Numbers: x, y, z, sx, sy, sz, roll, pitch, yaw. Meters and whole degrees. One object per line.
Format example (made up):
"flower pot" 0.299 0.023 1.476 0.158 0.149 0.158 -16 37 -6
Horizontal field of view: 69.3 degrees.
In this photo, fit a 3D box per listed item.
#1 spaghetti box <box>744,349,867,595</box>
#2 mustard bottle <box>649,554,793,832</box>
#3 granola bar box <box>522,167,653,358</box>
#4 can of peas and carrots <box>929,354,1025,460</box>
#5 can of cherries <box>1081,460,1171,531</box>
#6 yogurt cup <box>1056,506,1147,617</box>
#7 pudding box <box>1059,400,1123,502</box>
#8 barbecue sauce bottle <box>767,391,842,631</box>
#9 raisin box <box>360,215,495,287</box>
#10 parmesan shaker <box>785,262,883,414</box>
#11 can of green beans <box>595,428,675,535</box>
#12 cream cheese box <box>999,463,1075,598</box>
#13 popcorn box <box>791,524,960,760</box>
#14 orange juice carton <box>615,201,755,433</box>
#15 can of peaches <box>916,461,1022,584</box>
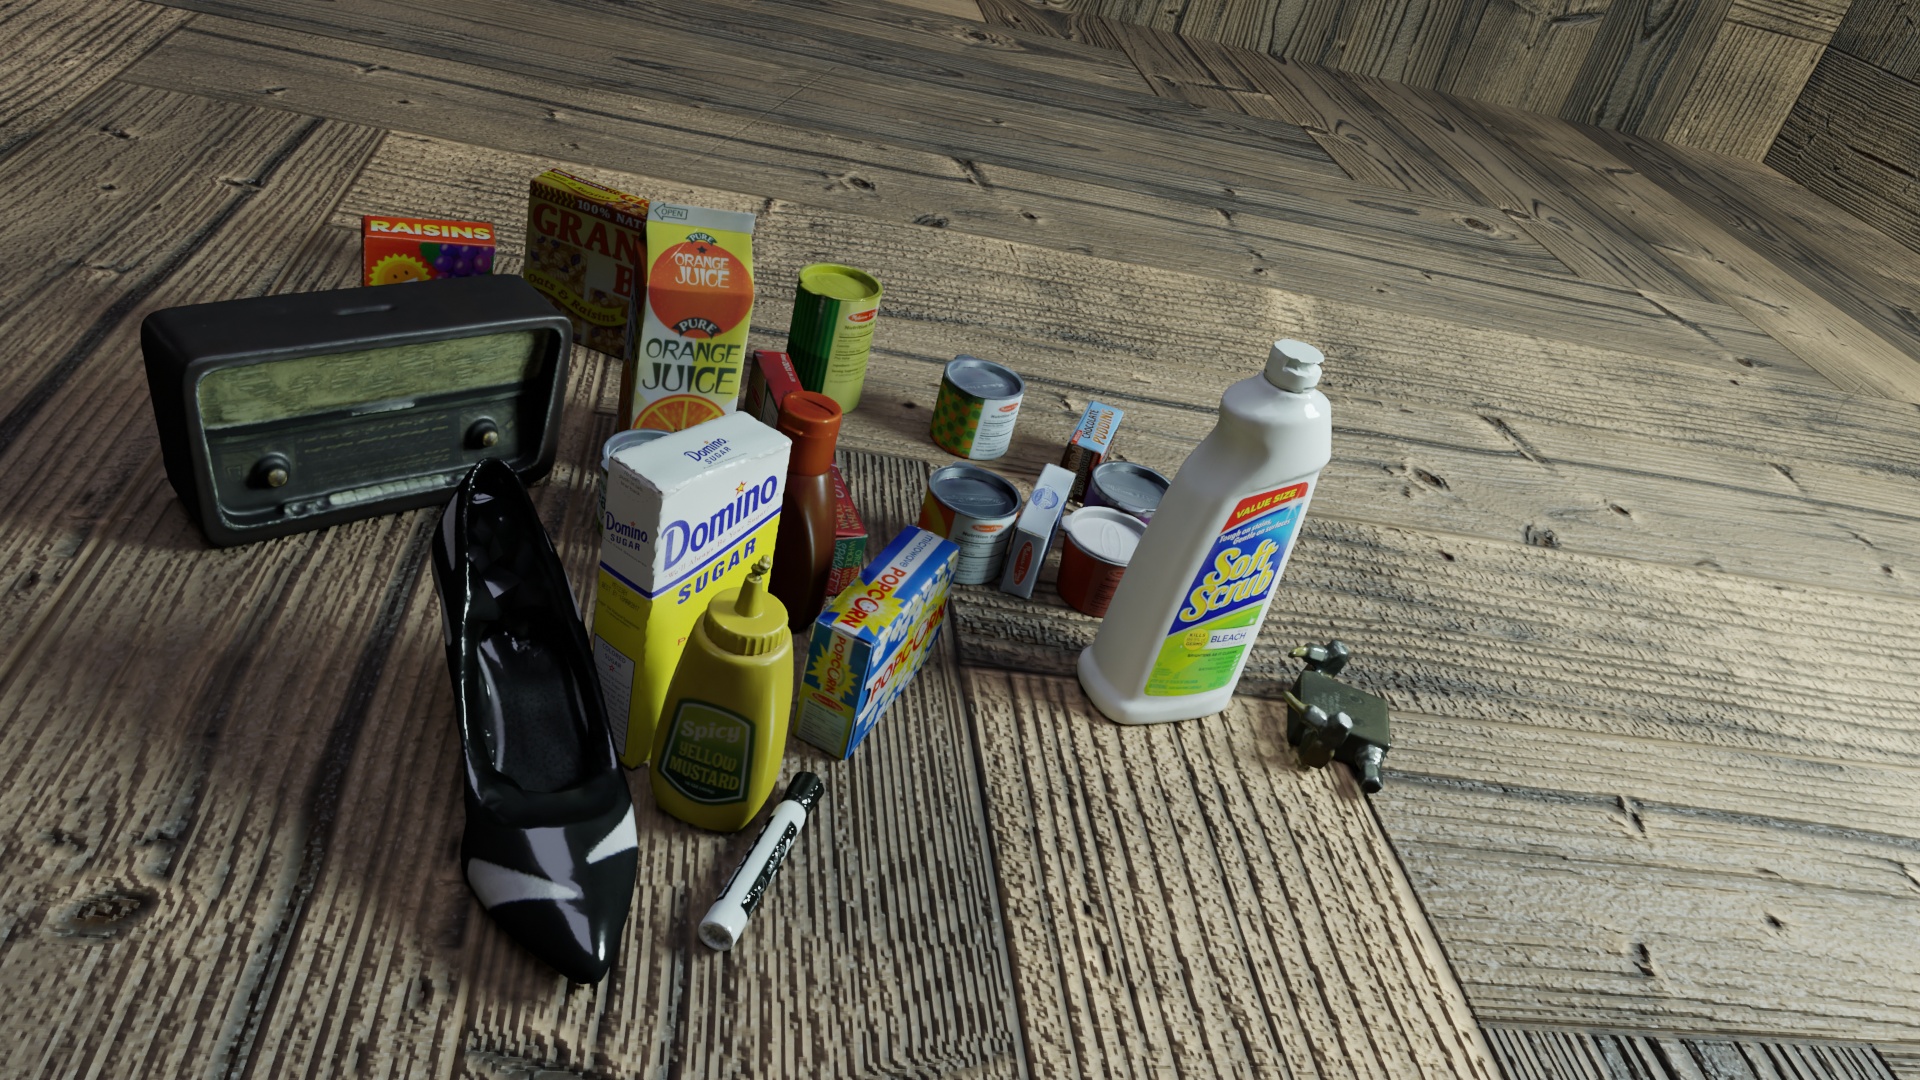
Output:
"spaghetti box" -0.114 -0.054 0.986 0.029 0.050 0.251 1 35 -23
"mustard bottle" -0.114 0.073 0.689 0.065 0.159 0.049 17 32 2
"granola bar box" -0.257 -0.205 1.086 0.166 0.123 0.039 20 32 7
"can of peas and carrots" 0.011 -0.107 1.112 0.071 0.058 0.071 11 32 -7
"can of cherries" 0.120 -0.016 1.020 0.071 0.058 0.072 11 32 -7
"yogurt cup" 0.100 0.017 0.965 0.072 0.053 0.073 11 32 -7
"pudding box" 0.102 -0.072 1.105 0.030 0.049 0.084 21 32 8
"barbecue sauce bottle" -0.103 -0.018 0.844 0.065 0.147 0.044 25 33 15
"raisin box" -0.372 -0.161 0.971 0.086 0.122 0.040 0 35 -24
"parmesan shaker" -0.106 -0.159 1.100 0.071 0.102 0.072 11 32 -7
"can of green beans" -0.202 -0.032 0.907 0.071 0.057 0.071 11 32 -7
"cream cheese box" 0.055 -0.008 0.984 0.024 0.053 0.104 19 32 6
"popcorn box" -0.047 0.057 0.812 0.038 0.084 0.127 23 33 12
"orange juice carton" -0.188 -0.138 0.950 0.072 0.191 0.073 2 35 -21
"can of peaches" 0.003 -0.012 0.964 0.071 0.057 0.071 11 32 -7
